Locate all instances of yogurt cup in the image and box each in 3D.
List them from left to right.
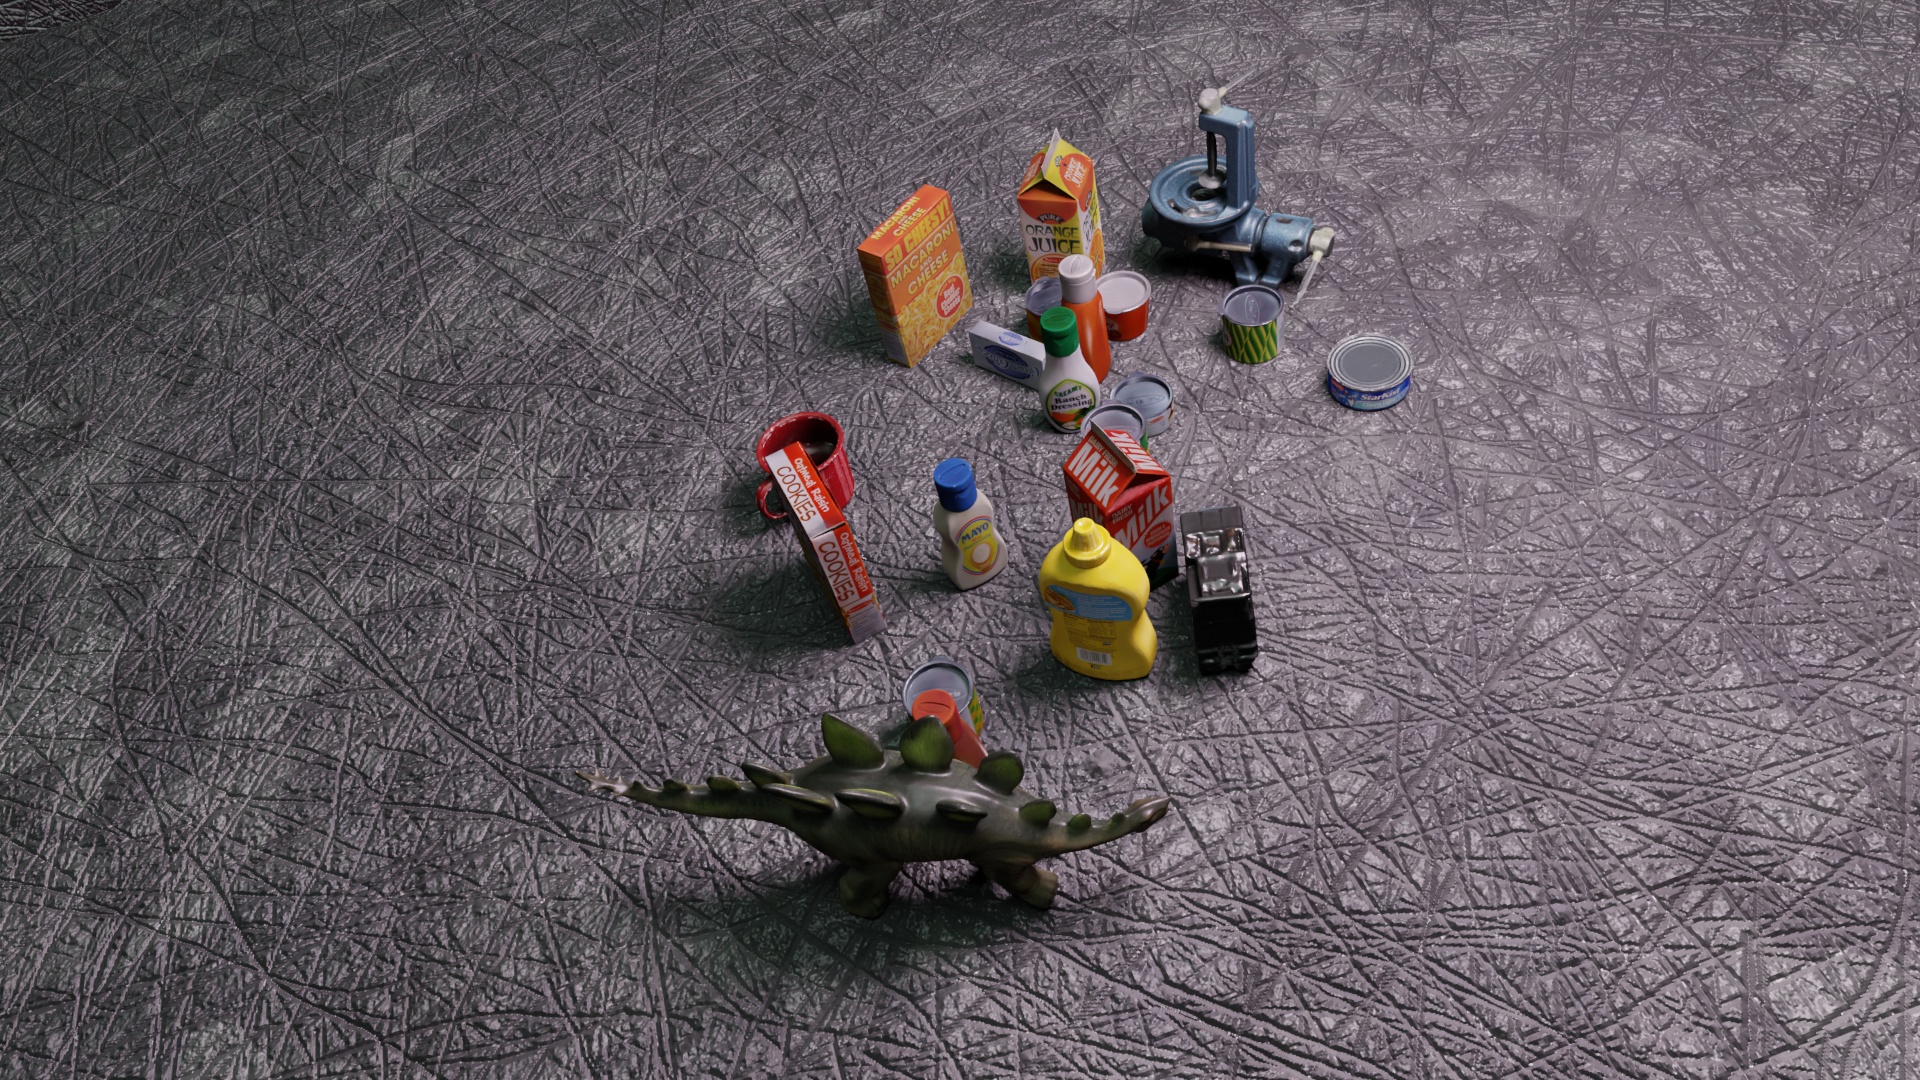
[{"bbox_3d":[0.181,-0.261,1.557,0.072,0.053,0.073,-6,50,8],"label":"yogurt cup"}]

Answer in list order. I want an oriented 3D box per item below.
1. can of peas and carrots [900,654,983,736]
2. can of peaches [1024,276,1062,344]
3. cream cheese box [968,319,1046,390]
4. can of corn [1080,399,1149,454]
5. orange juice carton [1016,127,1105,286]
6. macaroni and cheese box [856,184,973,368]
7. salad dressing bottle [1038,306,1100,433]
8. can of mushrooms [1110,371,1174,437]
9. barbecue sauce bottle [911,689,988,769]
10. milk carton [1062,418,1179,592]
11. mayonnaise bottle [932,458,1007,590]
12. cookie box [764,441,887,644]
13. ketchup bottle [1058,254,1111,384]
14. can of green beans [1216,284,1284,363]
[{"bbox_3d":[-0.016,0.149,1.257,0.071,0.058,0.071,-6,50,8],"label":"can of peas and carrots"},{"bbox_3d":[0.107,-0.254,1.566,0.071,0.057,0.071,-6,50,8],"label":"can of peaches"},{"bbox_3d":[0.059,-0.203,1.537,0.104,0.053,0.024,26,61,30],"label":"cream cheese box"},{"bbox_3d":[0.159,-0.100,1.425,0.071,0.058,0.071,-6,50,8],"label":"can of corn"},{"bbox_3d":[0.113,-0.364,1.568,0.073,0.191,0.072,7,53,19],"label":"orange juice carton"},{"bbox_3d":[-0.049,-0.296,1.565,0.040,0.165,0.124,25,60,29],"label":"macaroni and cheese box"},{"bbox_3d":[0.109,-0.176,1.441,0.064,0.147,0.044,-9,50,6],"label":"salad dressing bottle"},{"bbox_3d":[0.193,-0.144,1.470,0.071,0.033,0.071,-6,50,8],"label":"can of mushrooms"},{"bbox_3d":[-0.009,0.179,1.171,0.065,0.147,0.044,4,52,16],"label":"barbecue sauce bottle"},{"bbox_3d":[0.148,-0.029,1.281,0.073,0.189,0.072,-30,51,-12],"label":"milk carton"},{"bbox_3d":[0.005,-0.017,1.332,0.065,0.147,0.041,-31,51,-13],"label":"mayonnaise bottle"},{"bbox_3d":[-0.128,0.003,1.333,0.040,0.166,0.123,-27,50,-9],"label":"cookie box"},{"bbox_3d":[0.132,-0.237,1.486,0.043,0.148,0.065,4,52,16],"label":"ketchup bottle"},{"bbox_3d":[0.316,-0.234,1.501,0.071,0.057,0.071,-6,50,8],"label":"can of green beans"}]
